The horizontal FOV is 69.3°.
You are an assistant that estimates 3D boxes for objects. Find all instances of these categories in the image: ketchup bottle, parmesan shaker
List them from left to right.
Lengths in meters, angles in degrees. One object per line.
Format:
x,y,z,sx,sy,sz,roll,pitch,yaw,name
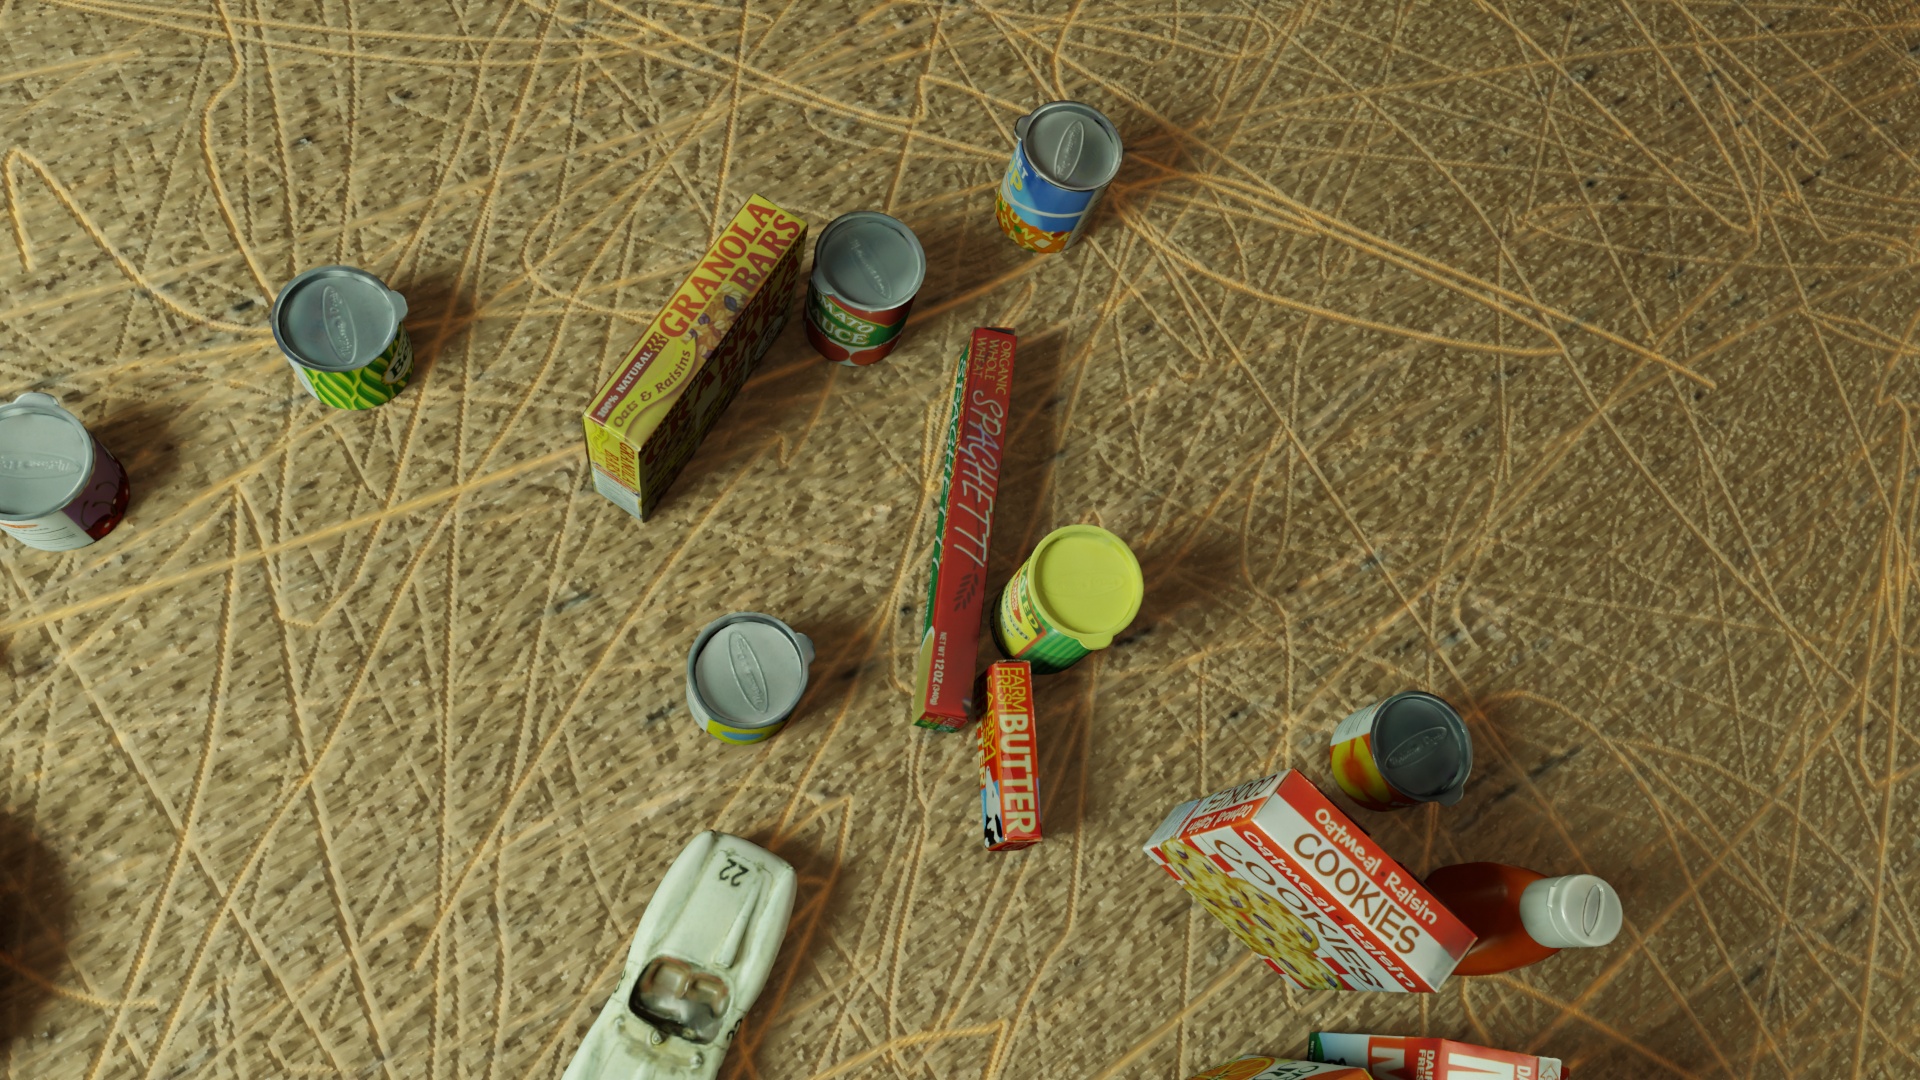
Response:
0.059,0.040,0.809,0.071,0.102,0.071,4,72,-11,parmesan shaker
0.310,0.211,0.783,0.043,0.148,0.065,25,69,-4,ketchup bottle

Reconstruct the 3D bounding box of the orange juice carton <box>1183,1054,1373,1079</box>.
0.163,0.310,0.696,0.072,0.192,0.073,-16,77,-16,orange juice carton

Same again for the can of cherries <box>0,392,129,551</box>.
-0.487,-0.035,0.741,0.071,0.058,0.071,4,72,-11,can of cherries

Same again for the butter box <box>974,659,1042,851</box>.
0.027,0.125,0.802,0.024,0.053,0.104,0,72,-12,butter box

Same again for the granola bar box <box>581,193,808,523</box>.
-0.152,-0.103,0.799,0.039,0.123,0.166,32,69,-1,granola bar box

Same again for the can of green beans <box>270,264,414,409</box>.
-0.352,-0.115,0.796,0.071,0.057,0.071,4,72,-11,can of green beans

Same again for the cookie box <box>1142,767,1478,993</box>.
0.182,0.187,0.753,0.123,0.167,0.040,42,69,3,cookie box

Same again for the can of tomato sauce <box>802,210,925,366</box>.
-0.063,-0.152,0.857,0.071,0.082,0.071,4,72,-11,can of tomato sauce

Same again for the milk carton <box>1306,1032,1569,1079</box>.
0.251,0.300,0.719,0.073,0.190,0.072,15,70,-7,milk carton

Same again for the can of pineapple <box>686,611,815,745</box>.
-0.119,0.079,0.783,0.071,0.057,0.071,4,72,-11,can of pineapple

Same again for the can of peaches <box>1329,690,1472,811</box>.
0.269,0.132,0.848,0.071,0.058,0.071,4,72,-11,can of peaches

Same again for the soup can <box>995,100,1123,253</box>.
0.060,-0.238,0.910,0.071,0.083,0.071,4,72,-11,soup can

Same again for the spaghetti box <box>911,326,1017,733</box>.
0.003,-0.011,0.842,0.029,0.050,0.251,10,70,-9,spaghetti box
